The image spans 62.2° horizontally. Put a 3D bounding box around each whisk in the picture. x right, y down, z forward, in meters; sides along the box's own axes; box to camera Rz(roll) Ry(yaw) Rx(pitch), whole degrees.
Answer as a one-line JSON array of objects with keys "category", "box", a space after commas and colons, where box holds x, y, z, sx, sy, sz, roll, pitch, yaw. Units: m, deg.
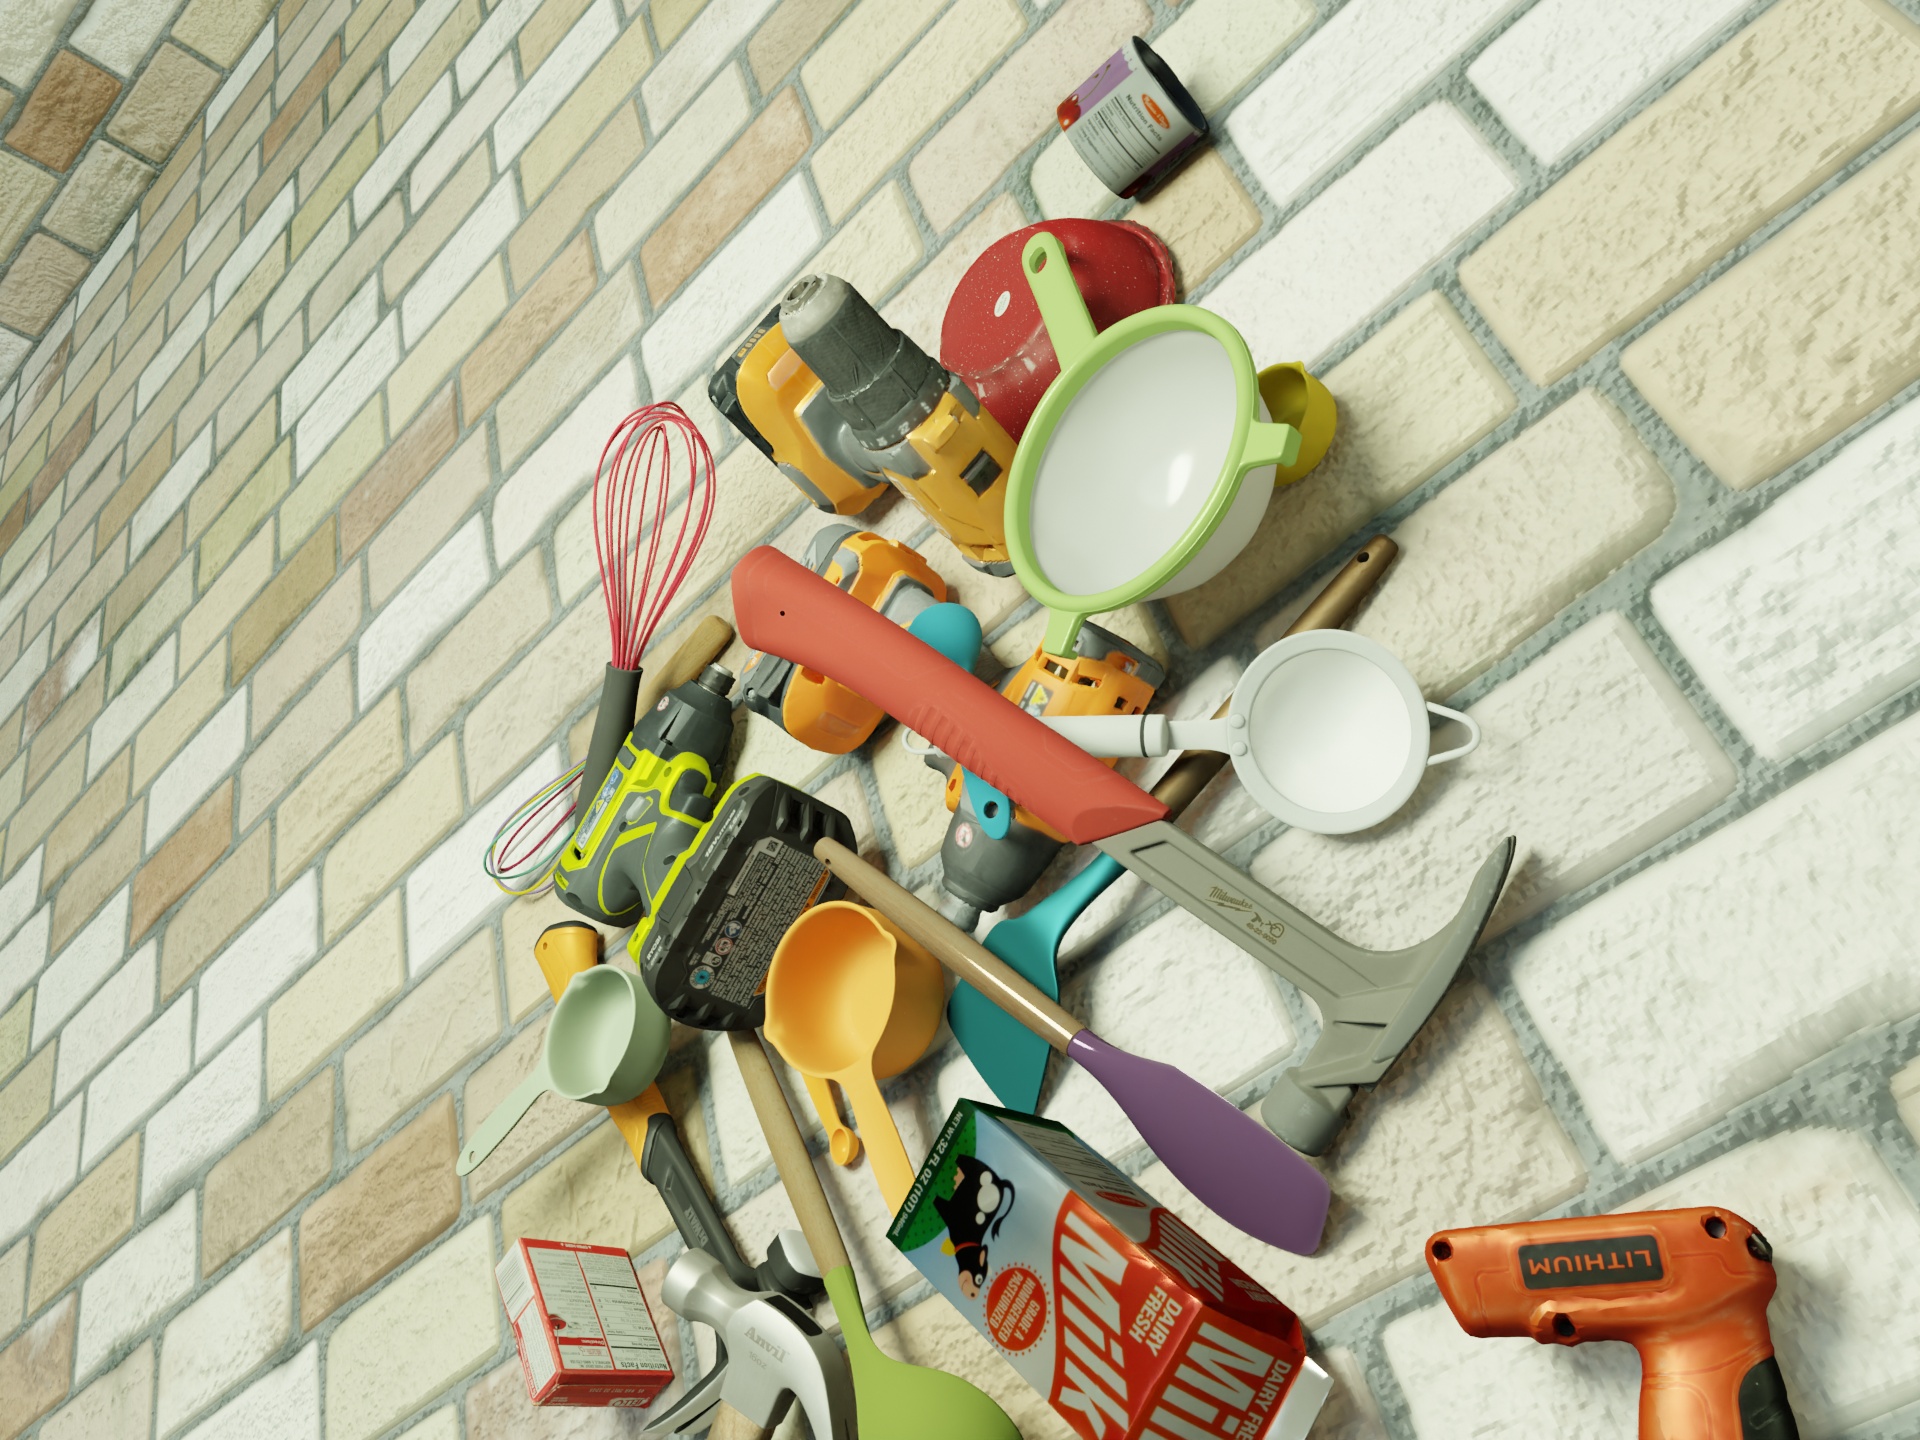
[{"category": "whisk", "box": [-0.237, 0.022, 1.056, 0.245, 0.051, 0.047, -48, 39, 12]}, {"category": "whisk", "box": [-0.206, -0.052, 0.995, 0.073, 0.073, 0.295, 27, 109, 47]}]

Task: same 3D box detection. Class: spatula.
[{"category": "spatula", "box": [0.035, 0.133, 0.715, 0.316, 0.018, 0.059, 33, 130, 37]}, {"category": "spatula", "box": [0.097, 0.044, 0.738, 0.317, 0.044, 0.082, -50, 44, 7]}]

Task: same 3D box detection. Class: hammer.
[{"category": "hammer", "box": [-0.139, 0.433, 0.754, 0.130, 0.031, 0.331, 22, 92, 29]}, {"category": "hammer", "box": [-0.185, 0.234, 0.908, 0.127, 0.034, 0.337, -53, 44, 10]}, {"category": "hammer", "box": [0.045, 0.018, 0.681, 0.359, 0.036, 0.149, 35, 101, 21]}]

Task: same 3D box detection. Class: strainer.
[{"category": "strainer", "box": [0.094, 0.005, 0.699, 0.258, 0.050, 0.087, -1, 95, 20]}, {"category": "strainer", "box": [0.084, -0.150, 0.773, 0.151, 0.069, 0.257, -43, 42, 29]}]

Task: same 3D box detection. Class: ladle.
[{"category": "ladle", "box": [-0.056, 0.247, 0.771, 0.321, 0.062, 0.078, 55, 133, 49]}]

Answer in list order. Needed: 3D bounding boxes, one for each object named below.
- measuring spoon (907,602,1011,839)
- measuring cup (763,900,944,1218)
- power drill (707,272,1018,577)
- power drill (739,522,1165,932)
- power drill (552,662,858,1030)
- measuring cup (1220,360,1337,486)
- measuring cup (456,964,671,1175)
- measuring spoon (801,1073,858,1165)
[{"category": "measuring spoon", "box": [-0.001, -0.002, 0.754, 0.042, 0.021, 0.129, -30, 59, 24]}, {"category": "measuring cup", "box": [-0.036, 0.172, 0.786, 0.095, 0.052, 0.174, -39, 57, 24]}, {"category": "power drill", "box": [-0.059, -0.171, 0.860, 0.084, 0.185, 0.226, -50, 34, -5]}, {"category": "power drill", "box": [-0.017, 0.000, 0.827, 0.227, 0.084, 0.164, 30, 92, 43]}, {"category": "power drill", "box": [-0.151, 0.065, 0.912, 0.171, 0.080, 0.223, -60, 33, 2]}, {"category": "measuring cup", "box": [0.139, -0.164, 0.801, 0.062, 0.029, 0.157, -57, 31, 17]}, {"category": "measuring cup", "box": [-0.226, 0.209, 0.907, 0.167, 0.038, 0.083, -45, 45, 17]}, {"category": "measuring spoon", "box": [-0.074, 0.186, 0.844, 0.021, 0.011, 0.117, -62, 37, 28]}]
